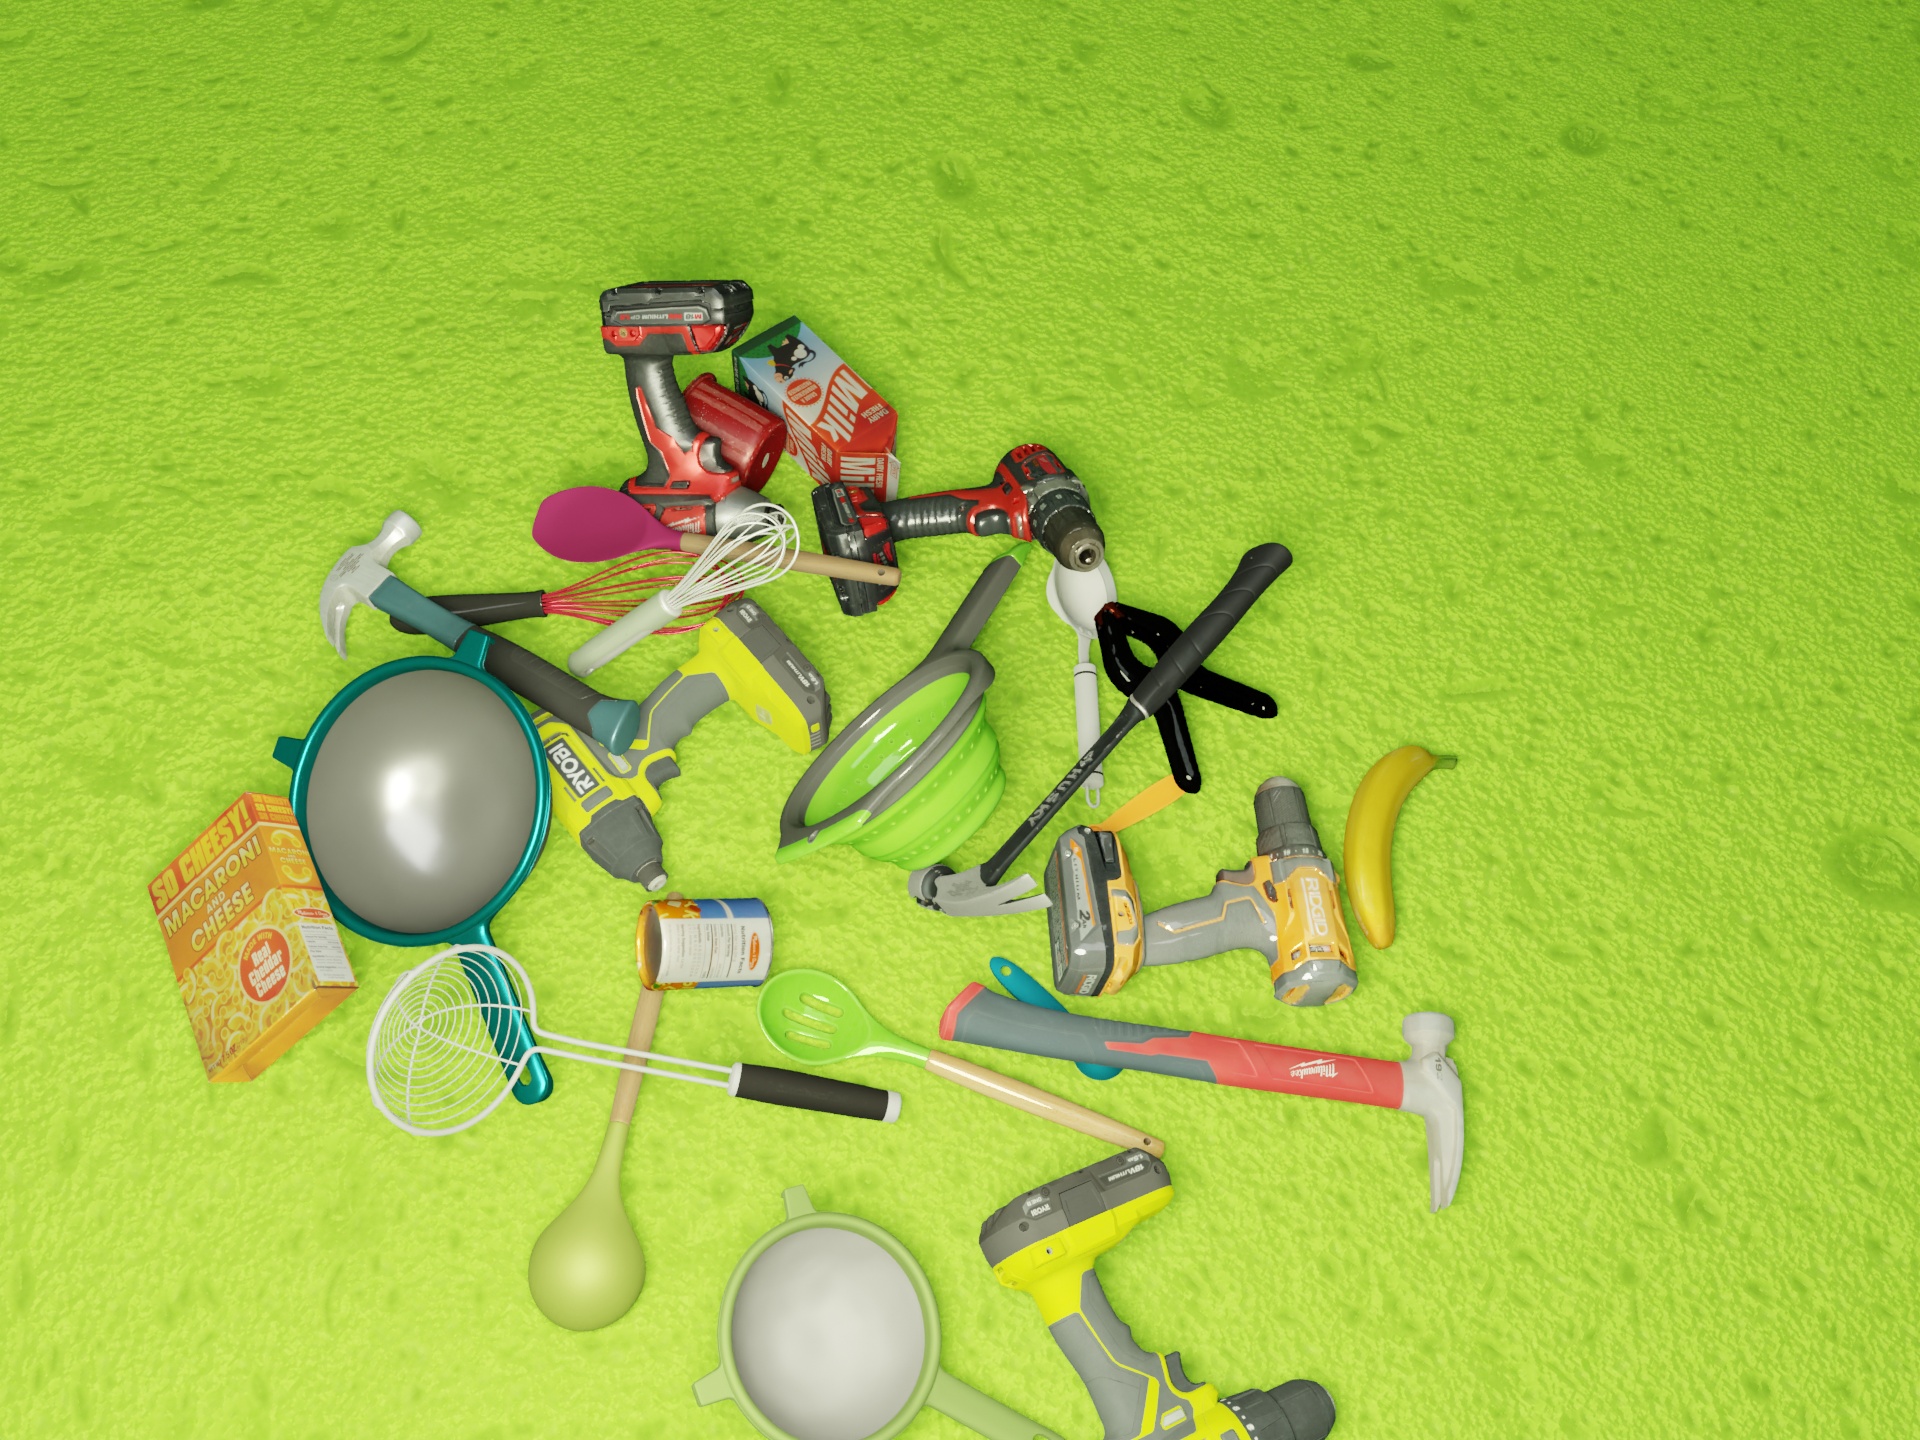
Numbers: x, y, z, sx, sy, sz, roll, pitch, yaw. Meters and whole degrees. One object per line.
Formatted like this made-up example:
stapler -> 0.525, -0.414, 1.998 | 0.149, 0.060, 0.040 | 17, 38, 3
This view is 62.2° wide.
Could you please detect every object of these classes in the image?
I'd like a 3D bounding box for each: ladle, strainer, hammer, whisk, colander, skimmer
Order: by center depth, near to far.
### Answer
strainer -> -0.048, 0.432, 1.048 | 0.256, 0.069, 0.152 | 31, 52, -7
skimmer -> -0.209, 0.239, 1.075 | 0.363, 0.090, 0.127 | 14, 86, -14
ladle -> -0.237, 0.269, 1.135 | 0.078, 0.062, 0.320 | 9, 53, -2
hammer -> 0.175, 0.259, 1.151 | 0.386, 0.038, 0.143 | 9, 62, -6
strainer -> -0.356, 0.118, 1.174 | 0.211, 0.095, 0.340 | -27, 78, 9
hammer -> 0.129, 0.001, 1.229 | 0.409, 0.149, 0.036 | -47, 111, -21
hammer -> -0.379, -0.059, 1.255 | 0.331, 0.033, 0.128 | 27, 66, 25
whisk -> -0.223, -0.096, 1.262 | 0.246, 0.058, 0.059 | -30, 87, 25
colander -> -0.002, -0.004, 1.270 | 0.094, 0.204, 0.397 | 48, 44, -17
whisk -> -0.327, -0.099, 1.322 | 0.296, 0.073, 0.073 | -6, 61, -1
strainer -> 0.102, -0.048, 1.335 | 0.086, 0.050, 0.259 | 22, 57, -42

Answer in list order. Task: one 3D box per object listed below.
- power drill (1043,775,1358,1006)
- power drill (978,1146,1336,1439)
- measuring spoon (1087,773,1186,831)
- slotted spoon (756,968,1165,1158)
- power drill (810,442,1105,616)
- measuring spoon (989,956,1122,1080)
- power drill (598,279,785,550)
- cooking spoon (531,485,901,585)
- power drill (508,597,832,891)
power drill -> 0.182, 0.126, 1.223 | 0.226, 0.084, 0.186 | 1, 58, -8
power drill -> 0.128, 0.411, 1.056 | 0.190, 0.080, 0.229 | -15, 65, -25
measuring spoon -> 0.145, 0.072, 1.290 | 0.117, 0.011, 0.021 | -30, 76, -23
slotted spoon -> -0.001, 0.259, 1.162 | 0.314, 0.031, 0.070 | 20, 61, 5
power drill -> 0.002, -0.156, 1.321 | 0.226, 0.080, 0.188 | -14, 33, -7
measuring spoon -> 0.072, 0.218, 1.191 | 0.129, 0.021, 0.042 | 39, 65, 14
power drill -> -0.219, -0.247, 1.311 | 0.143, 0.219, 0.078 | 2, 21, 11
cooking spoon -> -0.200, -0.140, 1.286 | 0.319, 0.017, 0.069 | 11, 74, 13
power drill -> -0.218, 0.019, 1.253 | 0.223, 0.080, 0.171 | -36, 68, -18
